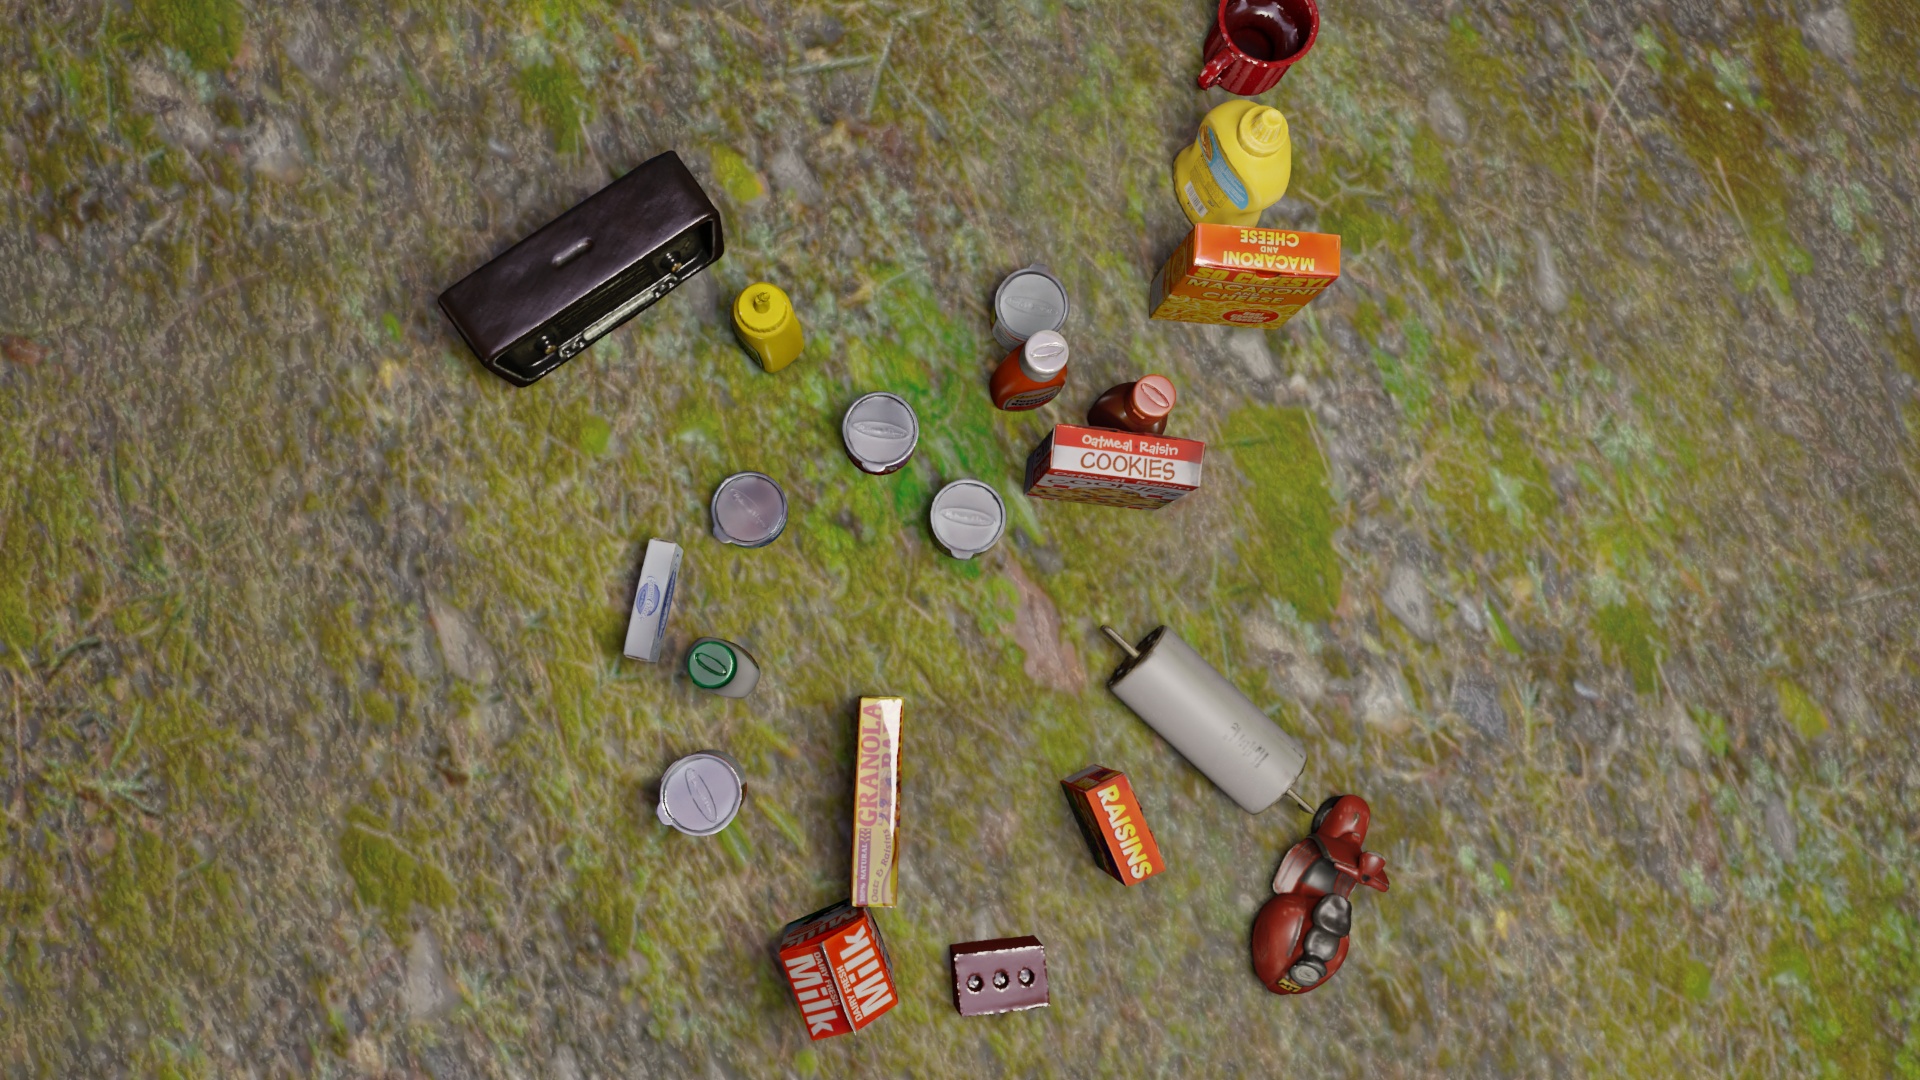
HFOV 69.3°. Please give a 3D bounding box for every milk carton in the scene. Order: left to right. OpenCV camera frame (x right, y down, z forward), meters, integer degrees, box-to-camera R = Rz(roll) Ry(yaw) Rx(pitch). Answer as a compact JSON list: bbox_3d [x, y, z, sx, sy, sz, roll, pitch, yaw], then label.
[{"bbox_3d":[-0.096,0.338,1.104,0.073,0.190,0.072,-22,86,-7],"label":"milk carton"}]

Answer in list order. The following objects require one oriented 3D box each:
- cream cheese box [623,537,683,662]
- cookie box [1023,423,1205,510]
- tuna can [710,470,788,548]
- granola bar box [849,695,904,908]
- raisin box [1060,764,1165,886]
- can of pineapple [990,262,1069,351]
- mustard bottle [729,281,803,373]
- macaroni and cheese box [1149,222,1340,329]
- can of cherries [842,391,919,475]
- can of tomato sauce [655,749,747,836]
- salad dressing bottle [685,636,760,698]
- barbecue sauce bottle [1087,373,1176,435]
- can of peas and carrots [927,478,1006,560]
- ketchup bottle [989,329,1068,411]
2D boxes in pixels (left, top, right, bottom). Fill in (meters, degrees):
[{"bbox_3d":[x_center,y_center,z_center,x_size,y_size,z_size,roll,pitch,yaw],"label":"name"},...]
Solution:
[{"bbox_3d":[-0.263,0.052,1.191,0.024,0.053,0.104,12,83,-4],"label":"cream cheese box"},{"bbox_3d":[0.126,-0.060,1.181,0.123,0.167,0.040,6,84,-4],"label":"cookie box"},{"bbox_3d":[-0.186,-0.024,1.217,0.071,0.033,0.071,1,84,-5],"label":"tuna can"},{"bbox_3d":[-0.071,0.212,1.154,0.039,0.124,0.165,2,84,-5],"label":"granola bar box"},{"bbox_3d":[0.127,0.238,1.169,0.040,0.123,0.086,-22,86,-7],"label":"raisin box"},{"bbox_3d":[0.062,-0.206,1.247,0.071,0.058,0.071,1,84,-5],"label":"can of pineapple"},{"bbox_3d":[-0.166,-0.186,1.173,0.049,0.160,0.065,-39,88,-7],"label":"mustard bottle"},{"bbox_3d":[0.244,-0.227,1.211,0.124,0.166,0.040,4,84,-4],"label":"macaroni and cheese box"},{"bbox_3d":[-0.072,-0.091,1.222,0.071,0.058,0.071,1,84,-5],"label":"can of cherries"},{"bbox_3d":[-0.215,0.211,1.162,0.071,0.083,0.071,1,84,-5],"label":"can of tomato sauce"},{"bbox_3d":[-0.198,0.104,1.143,0.064,0.147,0.044,33,82,-1],"label":"salad dressing bottle"},{"bbox_3d":[0.151,-0.110,1.198,0.065,0.148,0.044,41,82,0],"label":"barbecue sauce bottle"},{"bbox_3d":[0.004,-0.015,1.220,0.071,0.058,0.071,1,84,-5],"label":"can of peas and carrots"},{"bbox_3d":[0.063,-0.146,1.195,0.065,0.148,0.043,-13,85,-6],"label":"ketchup bottle"}]
